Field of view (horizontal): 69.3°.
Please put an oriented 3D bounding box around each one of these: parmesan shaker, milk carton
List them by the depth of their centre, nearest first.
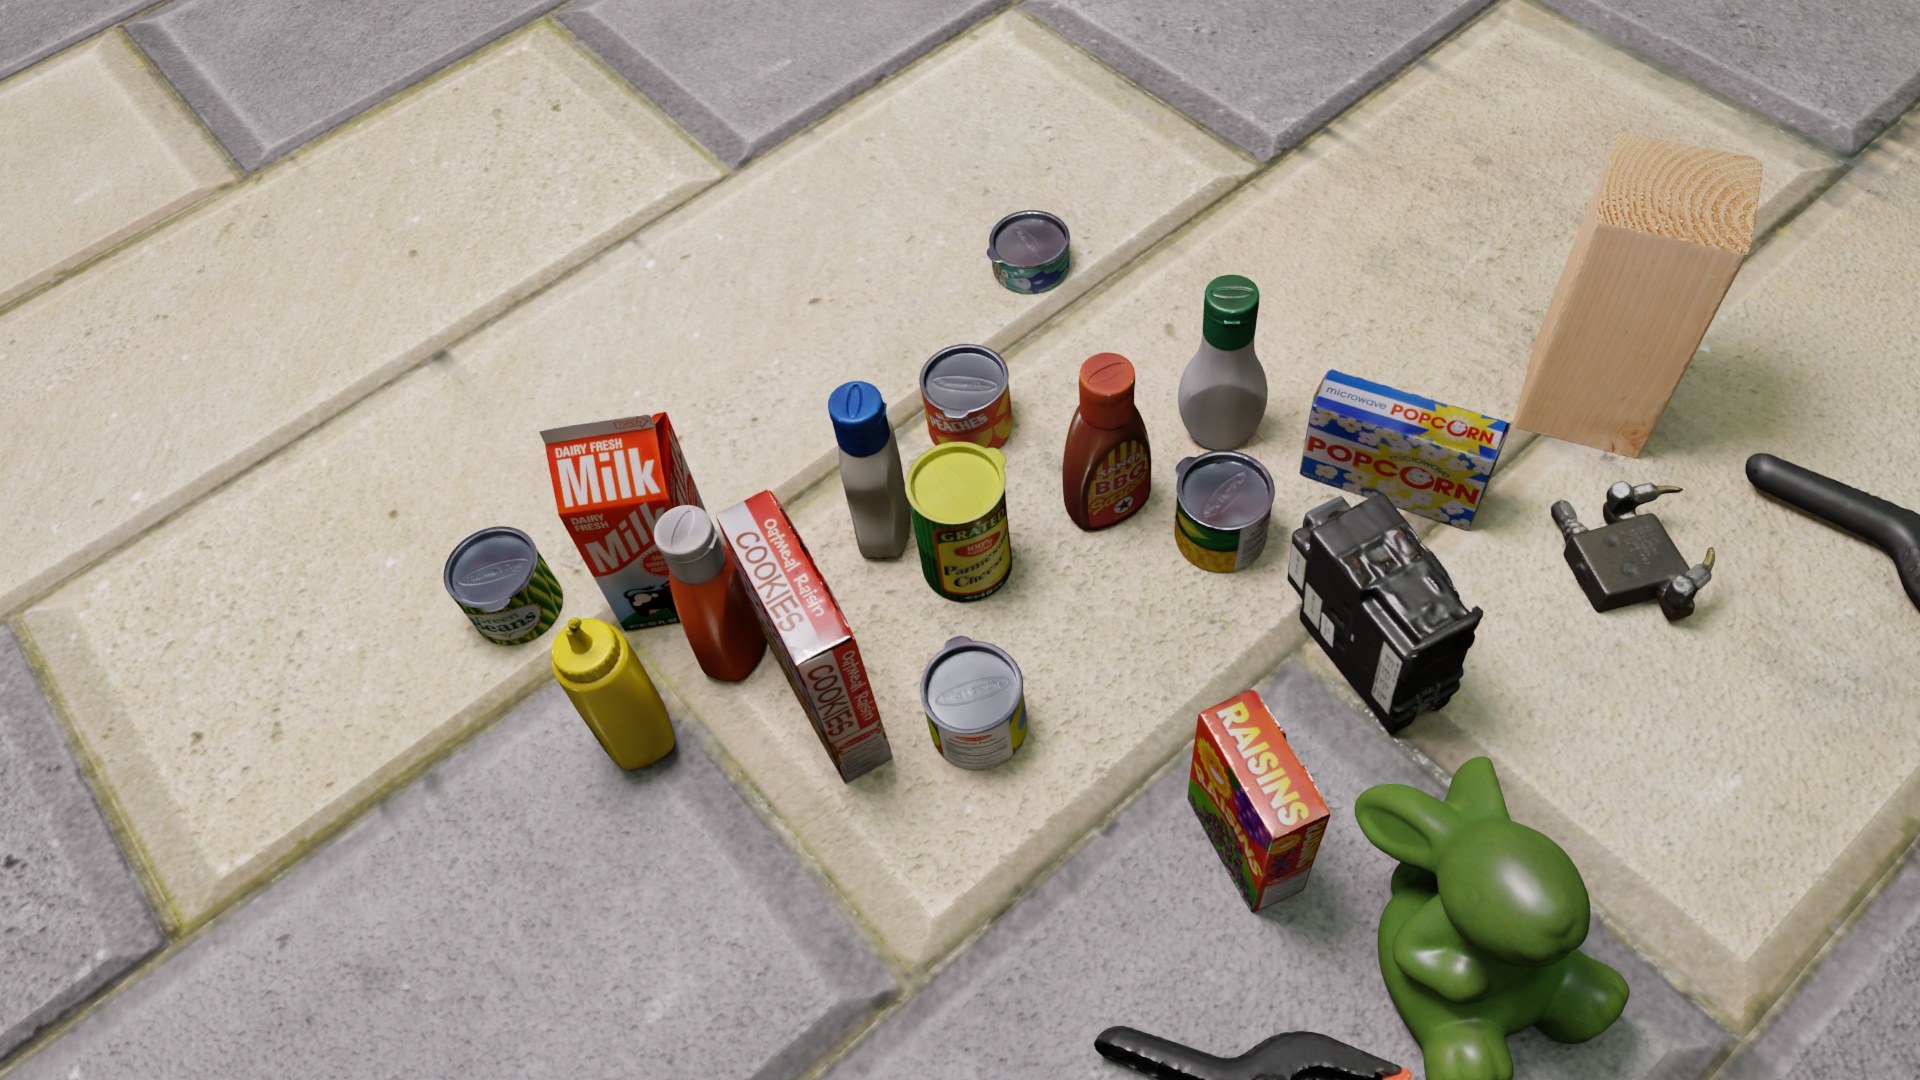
[{"bbox_3d":[-0.217,-0.021,0.929,0.072,0.189,0.074,-10,56,0],"label":"milk carton"},{"bbox_3d":[0.003,-0.012,0.953,0.071,0.102,0.071,-3,56,4],"label":"parmesan shaker"}]

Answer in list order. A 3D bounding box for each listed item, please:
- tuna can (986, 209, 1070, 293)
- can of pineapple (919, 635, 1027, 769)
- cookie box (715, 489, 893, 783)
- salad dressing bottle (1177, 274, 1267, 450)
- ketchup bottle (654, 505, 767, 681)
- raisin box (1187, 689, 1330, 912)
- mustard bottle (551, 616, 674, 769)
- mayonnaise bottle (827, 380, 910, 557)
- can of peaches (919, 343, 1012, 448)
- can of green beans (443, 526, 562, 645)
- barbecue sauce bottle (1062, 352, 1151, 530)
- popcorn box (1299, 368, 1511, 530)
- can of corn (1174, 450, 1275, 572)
[{"bbox_3d":[0.055,-0.235,1.139,0.071,0.032,0.071,-3,56,4],"label":"tuna can"},{"bbox_3d":[0.010,0.106,0.900,0.071,0.057,0.071,-3,56,4],"label":"can of pineapple"},{"bbox_3d":[-0.095,0.063,0.874,0.040,0.166,0.123,-27,58,-11],"label":"cookie box"},{"bbox_3d":[0.188,-0.124,0.982,0.064,0.147,0.044,1,57,7],"label":"salad dressing bottle"},{"bbox_3d":[-0.163,0.033,0.912,0.043,0.148,0.065,9,58,12],"label":"ketchup bottle"},{"bbox_3d":[0.172,0.154,0.812,0.040,0.122,0.086,-21,57,-8],"label":"raisin box"},{"bbox_3d":[-0.224,0.088,0.875,0.049,0.159,0.065,-28,58,-12],"label":"mustard bottle"},{"bbox_3d":[-0.062,-0.050,0.958,0.041,0.147,0.065,-1,57,5],"label":"mayonnaise bottle"},{"bbox_3d":[0.004,-0.102,1.040,0.071,0.057,0.071,-3,56,4],"label":"can of peaches"},{"bbox_3d":[-0.323,0.033,0.983,0.071,0.057,0.071,-3,56,4],"label":"can of green beans"},{"bbox_3d":[0.100,-0.068,0.953,0.065,0.147,0.044,-28,58,-12],"label":"barbecue sauce bottle"},{"bbox_3d":[0.305,-0.063,0.966,0.127,0.084,0.038,20,61,18],"label":"popcorn box"},{"bbox_3d":[0.180,-0.021,0.967,0.071,0.058,0.071,-3,56,4],"label":"can of corn"}]
